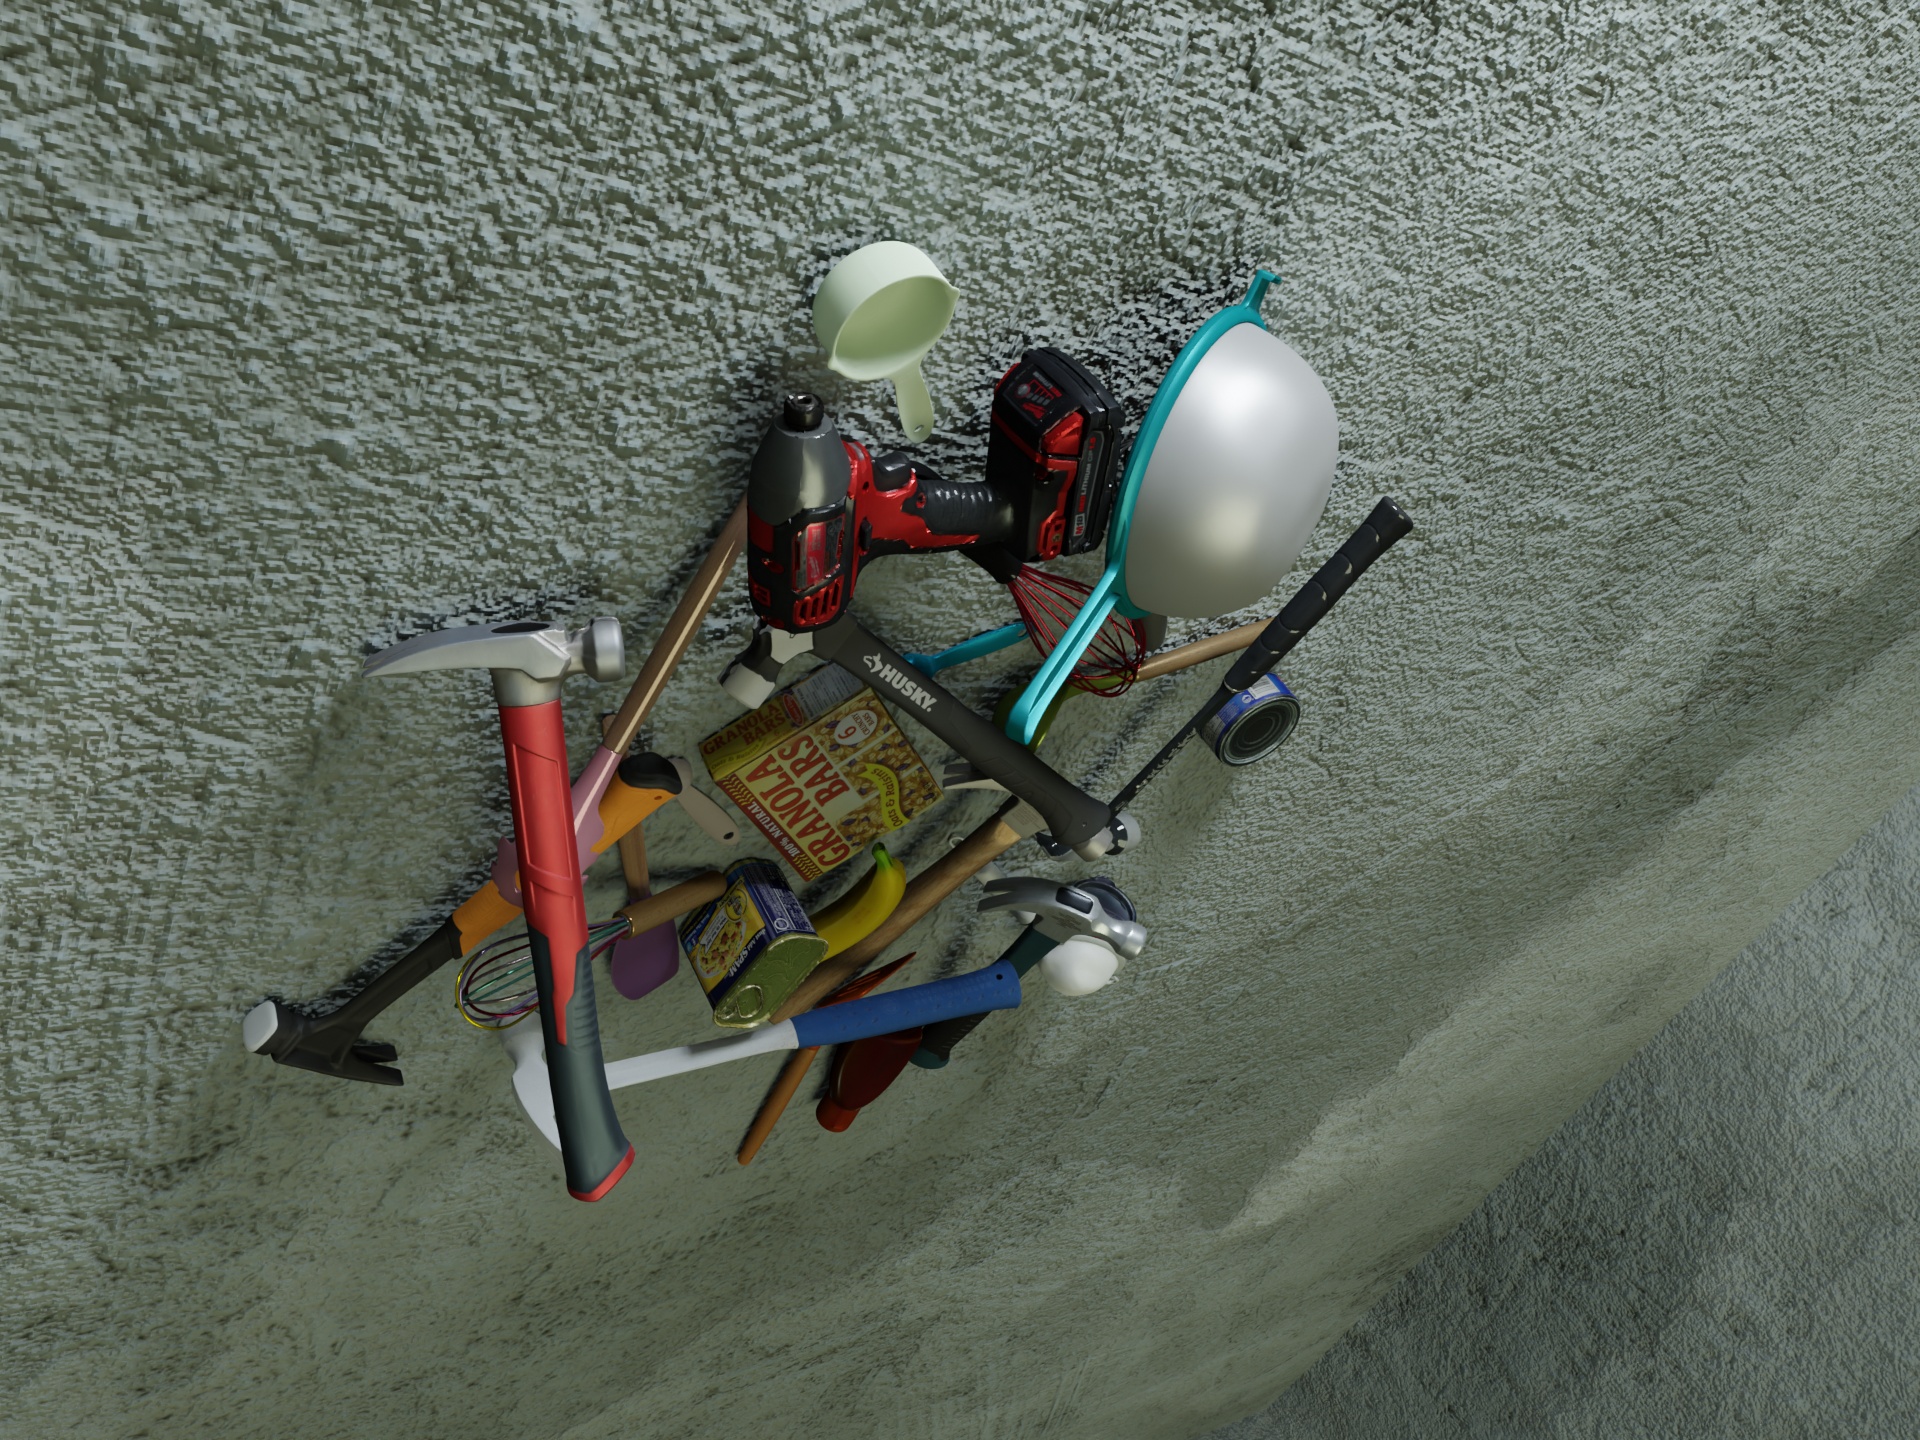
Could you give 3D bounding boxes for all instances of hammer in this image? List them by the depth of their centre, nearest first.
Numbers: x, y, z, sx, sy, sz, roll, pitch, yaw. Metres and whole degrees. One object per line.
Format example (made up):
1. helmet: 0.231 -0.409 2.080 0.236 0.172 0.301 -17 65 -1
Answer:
1. hammer: -0.260 0.128 0.965 0.143 0.038 0.386 -7 112 -14
2. hammer: -0.315 0.134 1.065 0.337 0.034 0.127 -37 144 12
3. hammer: -0.002 -0.003 1.084 0.334 0.035 0.146 37 92 -39
4. hammer: -0.138 0.250 1.233 0.405 0.144 0.035 -9 137 -24
5. hammer: 0.204 -0.020 1.250 0.149 0.036 0.408 -6 143 -52
6. hammer: -0.043 0.147 1.278 0.331 0.031 0.130 -40 110 21
7. hammer: 0.030 0.232 1.391 0.128 0.033 0.331 29 139 -7

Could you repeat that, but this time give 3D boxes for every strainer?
1. strainer: 0.149 -0.102 0.985 0.340 0.095 0.210 -55 156 -27
2. strainer: 0.064 0.177 1.373 0.087 0.050 0.258 -19 129 32

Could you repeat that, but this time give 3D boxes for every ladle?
1. ladle: 0.161 -0.033 1.244 0.320 0.062 0.078 -18 162 -25

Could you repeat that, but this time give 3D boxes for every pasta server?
1. pasta server: -0.200 -0.008 0.974 0.060 0.040 0.316 28 101 -17

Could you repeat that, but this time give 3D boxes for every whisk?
1. whisk: 0.043 -0.095 1.080 0.073 0.073 0.295 -42 137 12
2. whisk: -0.247 0.152 1.090 0.245 0.047 0.051 -22 156 -53
3. whisk: 0.134 -0.120 1.128 0.055 0.055 0.238 -27 148 -9

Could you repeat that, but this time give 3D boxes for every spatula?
1. spatula: -0.232 0.107 1.128 0.060 0.018 0.315 -31 147 -29
2. spatula: -0.135 0.310 1.422 0.081 0.041 0.322 -31 156 -52

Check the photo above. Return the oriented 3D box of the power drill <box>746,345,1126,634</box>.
1. power drill: -0.020 -0.139 0.918 0.219 0.079 0.143 -18 137 -24

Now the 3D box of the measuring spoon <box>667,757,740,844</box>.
1. measuring spoon: -0.182 0.064 1.118 0.034 0.018 0.124 -34 145 0

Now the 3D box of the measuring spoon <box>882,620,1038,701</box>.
1. measuring spoon: 0.002 -0.041 1.135 0.128 0.021 0.042 -22 143 -13

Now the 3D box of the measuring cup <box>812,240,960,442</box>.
1. measuring cup: -0.040 -0.210 0.905 0.083 0.038 0.167 -31 161 -4
